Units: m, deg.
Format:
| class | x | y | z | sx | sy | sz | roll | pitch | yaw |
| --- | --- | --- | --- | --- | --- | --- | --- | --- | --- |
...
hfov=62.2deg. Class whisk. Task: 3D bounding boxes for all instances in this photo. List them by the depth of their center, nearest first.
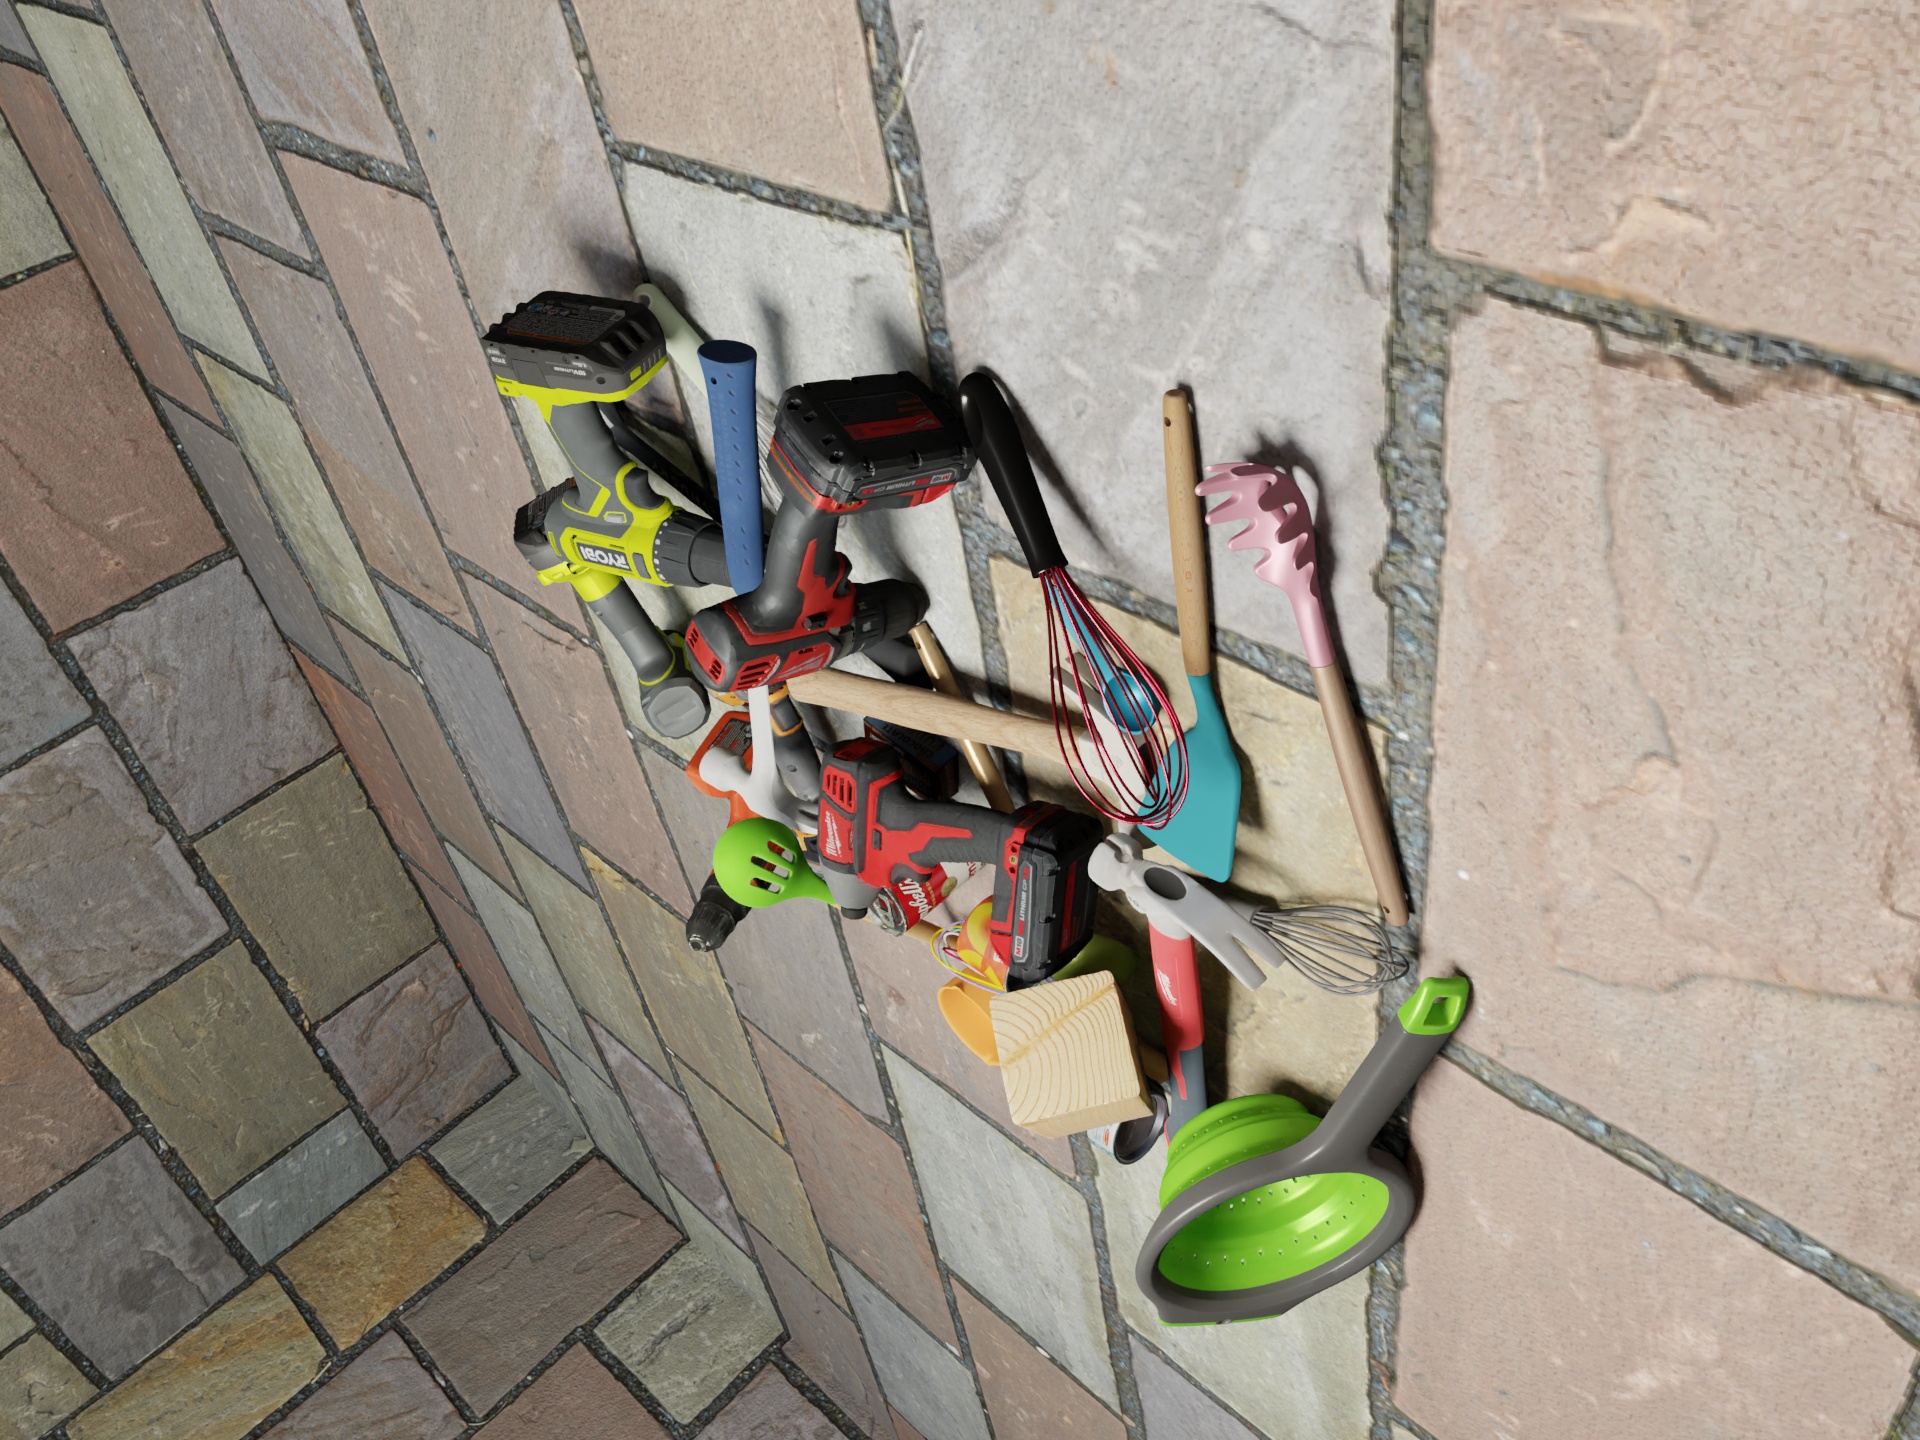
| class | x | y | z | sx | sy | sz | roll | pitch | yaw |
| --- | --- | --- | --- | --- | --- | --- | --- | --- | --- |
| whisk | 0.061 | -0.071 | 0.948 | 0.073 | 0.073 | 0.296 | -29 | 82 | 62 |
| whisk | 0.193 | 0.133 | 1.038 | 0.239 | 0.055 | 0.055 | 13 | 133 | 55 |
| whisk | -0.163 | -0.229 | 1.162 | 0.058 | 0.059 | 0.246 | -45 | 77 | 24 |
| whisk | 0.072 | 0.237 | 1.331 | 0.245 | 0.047 | 0.051 | 27 | 104 | 31 |

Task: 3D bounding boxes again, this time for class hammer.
| class | x | y | z | sx | sy | sz | roll | pitch | yaw |
| --- | --- | --- | --- | --- | --- | --- | --- | --- | --- |
| hammer | -0.002 | -0.004 | 1.139 | 0.331 | 0.031 | 0.130 | 14 | 129 | 38 |
| hammer | 0.172 | 0.236 | 1.144 | 0.143 | 0.038 | 0.385 | 36 | 155 | 35 |
| hammer | -0.150 | -0.083 | 1.174 | 0.144 | 0.035 | 0.405 | 27 | 135 | 30 |
| hammer | -0.171 | -0.144 | 1.277 | 0.409 | 0.036 | 0.149 | 40 | 150 | 23 |

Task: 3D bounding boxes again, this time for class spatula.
| class | x | y | z | sx | sy | sz | roll | pitch | yaw |
| --- | --- | --- | --- | --- | --- | --- | --- | --- | --- |
| spatula | 0.130 | -0.045 | 0.928 | 0.082 | 0.044 | 0.317 | 34 | 146 | 43 |

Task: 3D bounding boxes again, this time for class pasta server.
| class | x | y | z | sx | sy | sz | roll | pitch | yaw |
| --- | --- | --- | --- | --- | --- | --- | --- | --- | --- |
| pasta server | 0.200 | -0.007 | 0.874 | 0.060 | 0.040 | 0.316 | 30 | 148 | 57 |

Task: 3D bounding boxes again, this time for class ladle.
| class | x | y | z | sx | sy | sz | roll | pitch | yaw |
| --- | --- | --- | --- | --- | --- | --- | --- | --- | --- |
| ladle | 0.044 | 0.068 | 1.202 | 0.078 | 0.062 | 0.320 | -14 | 104 | 57 |

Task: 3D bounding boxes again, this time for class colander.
| class | x | y | z | sx | sy | sz | roll | pitch | yaw |
| --- | --- | --- | --- | --- | --- | --- | --- | --- | --- |
| colander | 0.233 | 0.275 | 1.087 | 0.095 | 0.204 | 0.396 | -107 | 26 | -45 |

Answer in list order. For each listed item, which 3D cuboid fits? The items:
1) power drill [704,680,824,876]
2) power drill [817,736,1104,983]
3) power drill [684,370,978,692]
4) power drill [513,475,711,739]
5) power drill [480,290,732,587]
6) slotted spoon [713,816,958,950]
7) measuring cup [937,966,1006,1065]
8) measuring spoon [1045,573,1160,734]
| class | x | y | z | sx | sy | sz | roll | pitch | yaw |
| --- | --- | --- | --- | --- | --- | --- | --- | --- | --- |
| power drill | -0.134 | 0.020 | 1.345 | 0.226 | 0.084 | 0.185 | 61 | 160 | -8 |
| power drill | -0.012 | 0.106 | 1.173 | 0.220 | 0.078 | 0.143 | 17 | 114 | 29 |
| power drill | -0.071 | -0.117 | 1.050 | 0.080 | 0.188 | 0.226 | 52 | 136 | 23 |
| power drill | -0.305 | -0.105 | 1.430 | 0.223 | 0.080 | 0.171 | 60 | -179 | -28 |
| power drill | -0.252 | -0.198 | 1.203 | 0.191 | 0.080 | 0.228 | 15 | 139 | 27 |
| slotted spoon | -0.087 | 0.151 | 1.324 | 0.031 | 0.070 | 0.313 | 16 | 170 | 41 |
| measuring cup | 0.056 | 0.265 | 1.388 | 0.174 | 0.052 | 0.095 | 15 | 134 | 47 |
| measuring spoon | 0.090 | -0.051 | 1.017 | 0.129 | 0.021 | 0.042 | 59 | 141 | 7 |
